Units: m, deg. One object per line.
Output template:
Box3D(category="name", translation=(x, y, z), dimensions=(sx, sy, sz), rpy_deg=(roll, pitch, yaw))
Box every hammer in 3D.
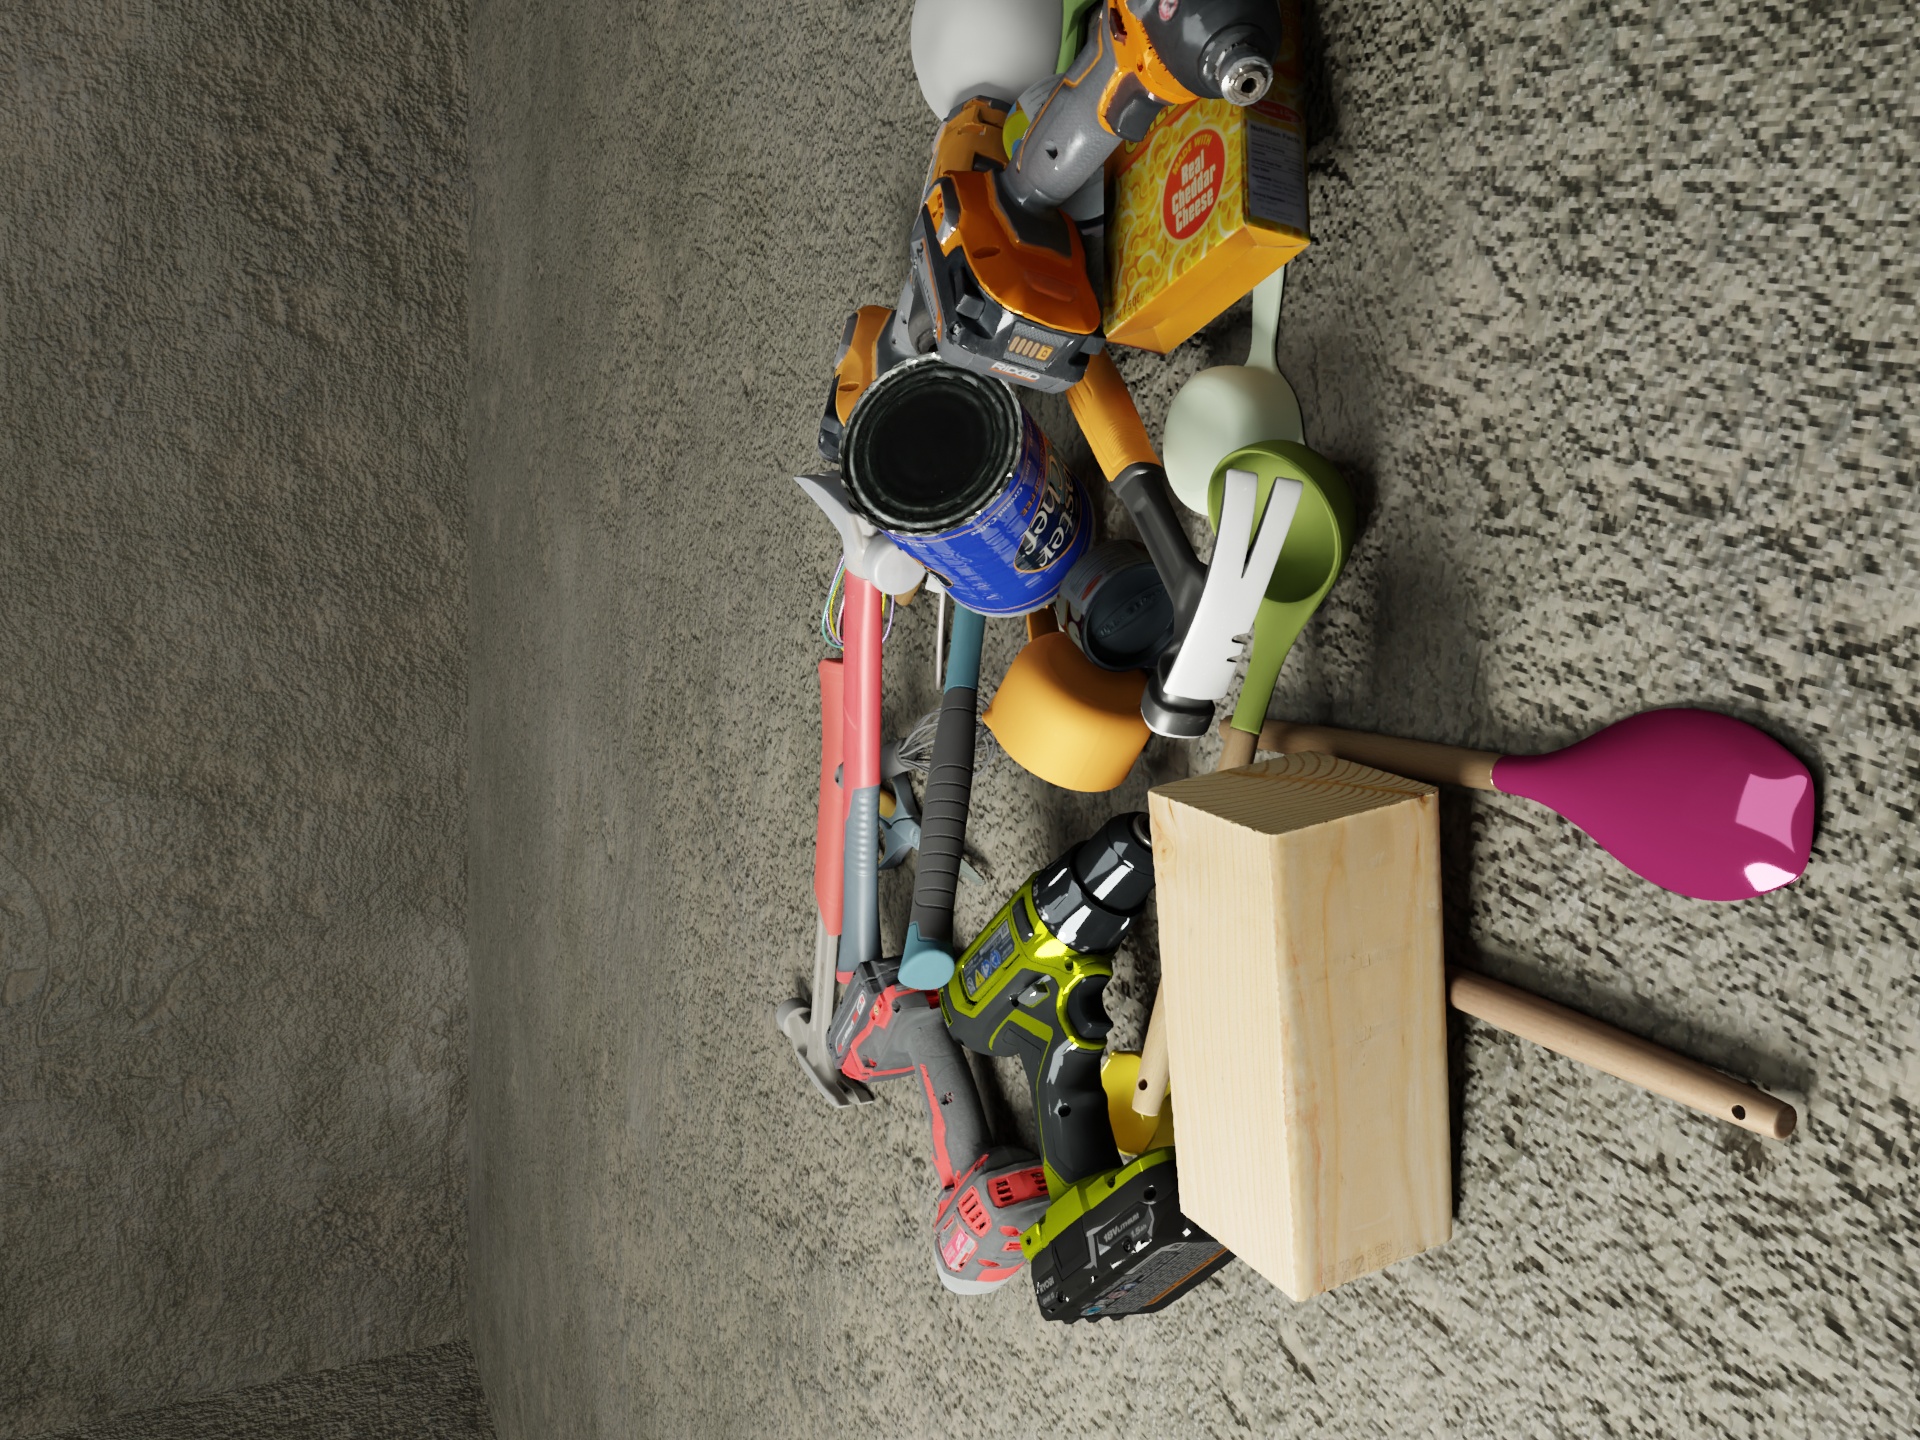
Box3D(category="hammer", translation=(-0.074, 0.021, 1.101), dimensions=(0.143, 0.038, 0.386), rpy_deg=(49, 144, 48))
Box3D(category="hammer", translation=(-0.101, 0.125, 1.280), dimensions=(0.149, 0.036, 0.359), rpy_deg=(35, 124, 57))
Box3D(category="hammer", translation=(0.085, -0.139, 0.798), dimensions=(0.337, 0.034, 0.127), rpy_deg=(-105, 25, -52))
Box3D(category="hammer", translation=(-0.002, -0.003, 0.969), dimensions=(0.128, 0.033, 0.331), rpy_deg=(136, 144, -65))

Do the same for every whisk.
Box3D(category="whisk", translation=(-0.036, 0.026, 1.121), dimensions=(0.239, 0.055, 0.055), rpy_deg=(-20, 75, 61))
Box3D(category="whisk", translation=(-0.062, -0.158, 1.167), dimensions=(0.047, 0.051, 0.244), rpy_deg=(-124, 43, -54))

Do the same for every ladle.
Box3D(category="ladle", translation=(0.117, 0.029, 0.739), dimensions=(0.078, 0.062, 0.320), rpy_deg=(17, 94, 50))

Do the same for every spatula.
Box3D(category="spatula", translation=(0.212, 0.116, 0.681), dimensions=(0.316, 0.018, 0.059), rpy_deg=(17, 113, 63))

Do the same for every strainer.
Box3D(category="strainer", translation=(0.033, -0.414, 0.918), dimensions=(0.256, 0.069, 0.151), rpy_deg=(180, 87, -65))

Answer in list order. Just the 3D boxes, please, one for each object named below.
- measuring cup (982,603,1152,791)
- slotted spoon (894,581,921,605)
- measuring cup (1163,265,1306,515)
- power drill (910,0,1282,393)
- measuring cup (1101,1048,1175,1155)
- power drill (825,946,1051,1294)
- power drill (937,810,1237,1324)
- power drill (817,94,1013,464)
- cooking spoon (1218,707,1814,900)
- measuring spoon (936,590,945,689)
Box3D(category="measuring cup", translation=(0.062, -0.037, 0.911), dimensions=(0.174, 0.095, 0.052), rpy_deg=(-95, 25, -48))
Box3D(category="slotted spoon", translation=(0.003, -0.177, 1.045), dimensions=(0.313, 0.031, 0.070), rpy_deg=(117, 177, -50))
Box3D(category="measuring cup", translation=(0.134, -0.182, 0.778), dimensions=(0.083, 0.038, 0.167), rpy_deg=(29, 120, 59))
Box3D(category="power drill", translation=(0.064, -0.265, 0.737), dimensions=(0.226, 0.084, 0.164), rpy_deg=(-55, 37, 40))
Box3D(category="measuring cup", translation=(0.129, 0.186, 0.855), dimensions=(0.156, 0.029, 0.062), rpy_deg=(-45, 49, 41))
Box3D(category="power drill", translation=(-0.013, 0.278, 1.085), dimensions=(0.220, 0.078, 0.143), rpy_deg=(63, 145, 34))
Box3D(category="power drill", translation=(0.075, 0.179, 0.843), dimensions=(0.190, 0.080, 0.229), rpy_deg=(-52, 42, 38))
Box3D(category="power drill", translation=(-0.022, -0.237, 0.971), dimensions=(0.226, 0.084, 0.185), rpy_deg=(124, 159, -55))
Box3D(category="cooking spoon", translation=(0.210, 0.020, 0.672), dimensions=(0.319, 0.017, 0.069), rpy_deg=(12, 103, 62))
Box3D(category="measuring spoon", translation=(-0.006, -0.076, 1.099), dimensions=(0.034, 0.018, 0.124), rpy_deg=(-96, 9, -61))
